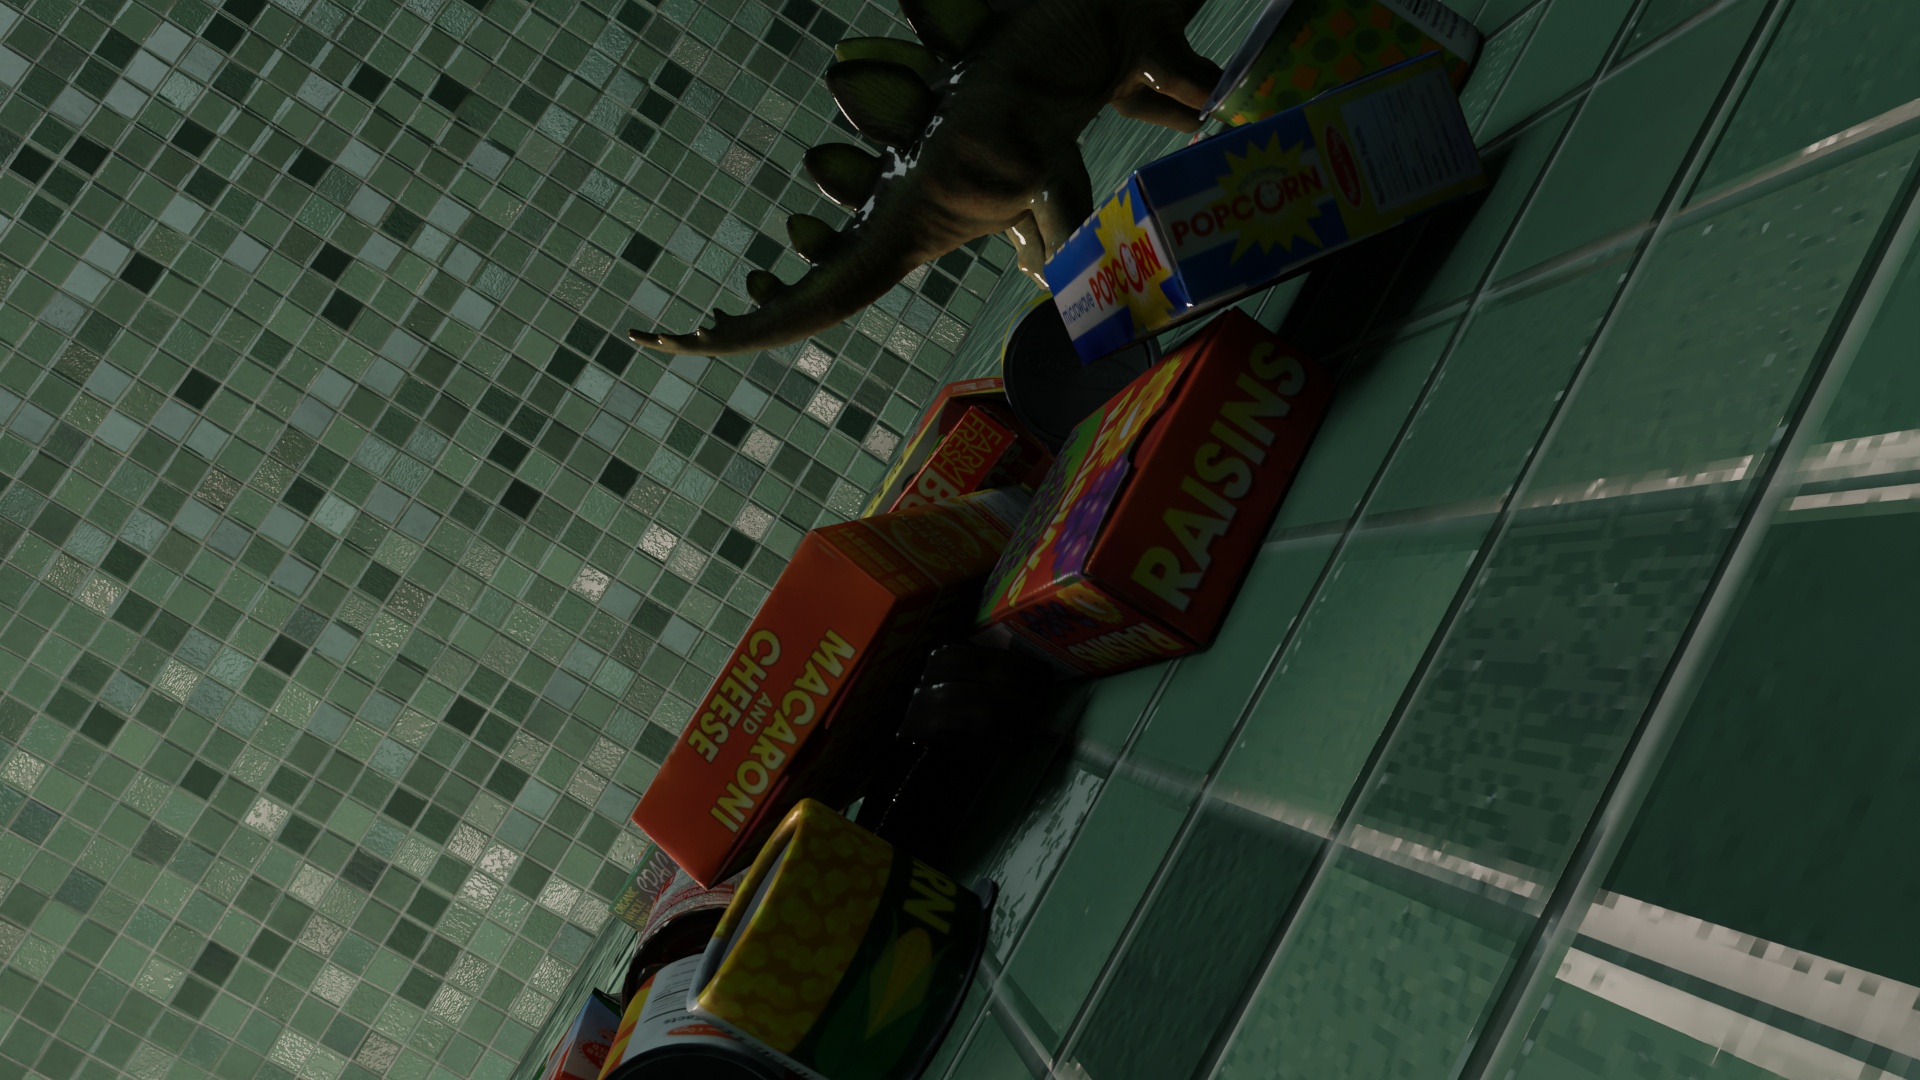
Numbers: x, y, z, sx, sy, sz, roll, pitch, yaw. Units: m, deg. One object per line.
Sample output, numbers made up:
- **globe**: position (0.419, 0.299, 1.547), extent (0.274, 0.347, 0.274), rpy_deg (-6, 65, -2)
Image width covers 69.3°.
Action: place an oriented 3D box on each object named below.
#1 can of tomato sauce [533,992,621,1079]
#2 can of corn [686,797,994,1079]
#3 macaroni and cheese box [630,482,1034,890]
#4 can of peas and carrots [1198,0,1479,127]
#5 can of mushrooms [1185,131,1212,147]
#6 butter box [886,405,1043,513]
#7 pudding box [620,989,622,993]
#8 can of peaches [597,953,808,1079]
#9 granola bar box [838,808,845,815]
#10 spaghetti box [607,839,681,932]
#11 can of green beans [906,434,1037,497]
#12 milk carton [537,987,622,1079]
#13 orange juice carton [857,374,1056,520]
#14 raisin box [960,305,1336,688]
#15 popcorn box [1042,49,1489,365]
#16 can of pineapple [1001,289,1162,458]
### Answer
- **can of tomato sauce**: position (-0.171, 0.264, 0.655), extent (0.082, 0.071, 0.071), rpy_deg (-55, 7, 23)
- **can of corn**: position (-0.033, 0.111, 0.385), extent (0.071, 0.058, 0.071), rpy_deg (-57, 7, 11)
- **macaroni and cheese box**: position (-0.029, 0.045, 0.501), extent (0.123, 0.040, 0.167), rpy_deg (-56, -15, 19)
- **can of peas and carrots**: position (0.121, -0.150, 0.449), extent (0.071, 0.059, 0.071), rpy_deg (-58, 6, 10)
- **can of mushrooms**: position (0.114, -0.166, 0.688), extent (0.071, 0.033, 0.071), rpy_deg (-56, 6, 10)
- **butter box**: position (-0.011, -0.006, 0.565), extent (0.103, 0.024, 0.053), rpy_deg (-52, -15, 6)
- **pudding box**: position (-0.133, 0.213, 0.701), extent (0.084, 0.049, 0.030), rpy_deg (-59, 8, -5)
- **can of peaches**: position (-0.075, 0.167, 0.412), extent (0.071, 0.071, 0.058), rpy_deg (-57, 7, 7)
- **granola bar box**: position (-0.104, 0.157, 0.792), extent (0.164, 0.039, 0.125), rpy_deg (-54, 8, 32)
- **spaghetti box**: position (-0.147, 0.155, 0.804), extent (0.248, 0.028, 0.050), rpy_deg (-51, 9, 42)
- **can of green beans**: position (0.003, -0.007, 0.625), extent (0.058, 0.071, 0.071), rpy_deg (-57, 6, 5)
- **milk carton**: position (-0.123, 0.224, 0.474), extent (0.073, 0.072, 0.190), rpy_deg (-59, 5, -8)
- **orange juice carton**: position (-0.007, -0.012, 0.697), extent (0.192, 0.073, 0.072), rpy_deg (-57, 6, 8)
- **raisin box**: position (0.049, -0.007, 0.406), extent (0.086, 0.040, 0.123), rpy_deg (-59, 7, -17)
- **popcorn box**: position (0.078, -0.089, 0.397), extent (0.085, 0.038, 0.126), rpy_deg (-23, 3, -7)
- **can of pineapple**: position (0.050, -0.074, 0.597), extent (0.071, 0.071, 0.058), rpy_deg (-57, 6, 11)
